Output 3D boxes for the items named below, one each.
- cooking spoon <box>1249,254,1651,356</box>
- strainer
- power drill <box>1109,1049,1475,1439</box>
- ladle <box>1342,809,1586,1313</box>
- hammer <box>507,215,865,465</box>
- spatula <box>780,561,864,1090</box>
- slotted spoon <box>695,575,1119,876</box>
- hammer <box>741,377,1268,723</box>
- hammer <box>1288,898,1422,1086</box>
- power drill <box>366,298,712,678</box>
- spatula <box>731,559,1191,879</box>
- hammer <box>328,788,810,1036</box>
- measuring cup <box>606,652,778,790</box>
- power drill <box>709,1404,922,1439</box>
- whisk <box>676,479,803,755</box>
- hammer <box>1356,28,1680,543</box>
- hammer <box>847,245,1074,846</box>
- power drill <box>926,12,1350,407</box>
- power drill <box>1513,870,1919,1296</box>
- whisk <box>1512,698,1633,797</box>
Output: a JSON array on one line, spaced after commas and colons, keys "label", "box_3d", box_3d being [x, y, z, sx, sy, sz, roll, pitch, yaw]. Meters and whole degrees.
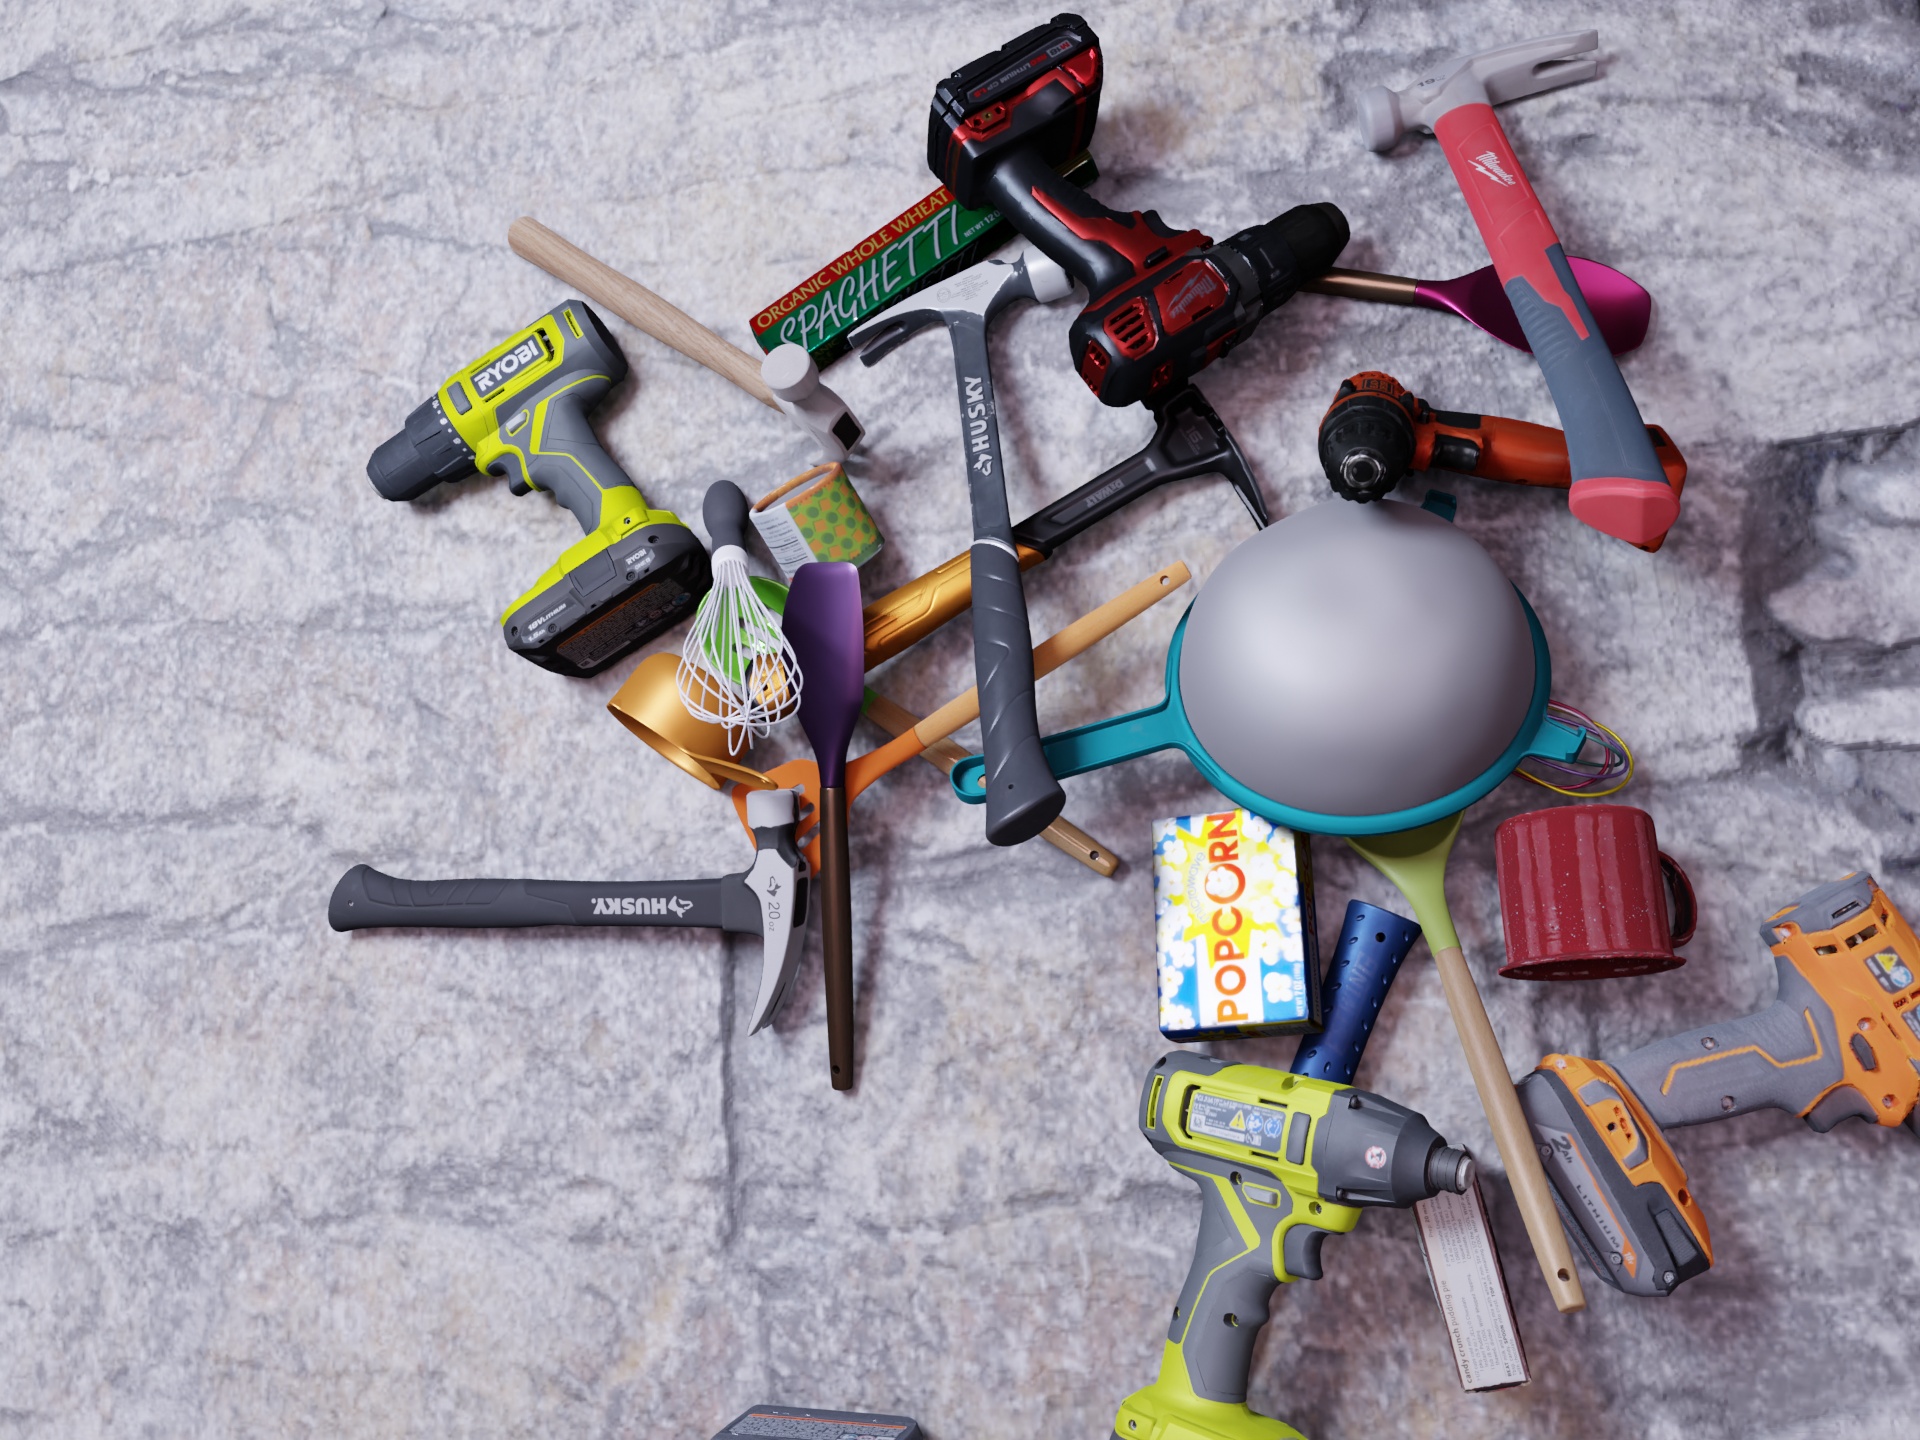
[{"label": "cooking spoon", "box_3d": [0.253, -0.266, 0.975, 0.319, 0.017, 0.069, 12, 77, 16]}, {"label": "strainer", "box_3d": [0.151, -0.031, 0.866, 0.340, 0.095, 0.211, -17, 55, 2]}, {"label": "power drill", "box_3d": [0.159, 0.290, 0.792, 0.171, 0.080, 0.223, 4, 79, 40]}, {"label": "ladle", "box_3d": [0.258, 0.137, 0.814, 0.078, 0.062, 0.321, -14, 51, 6]}, {"label": "hammer", "box_3d": [-0.187, -0.257, 1.045, 0.331, 0.130, 0.031, 35, 84, 29]}, {"label": "spatula", "box_3d": [-0.077, 0.064, 0.944, 0.060, 0.018, 0.316, 1, 96, 30]}, {"label": "slotted spoon", "box_3d": [-0.035, 0.006, 0.987, 0.314, 0.031, 0.070, 33, 89, 16]}, {"label": "hammer", "box_3d": [0.020, -0.087, 0.970, 0.337, 0.034, 0.127, -30, 71, 0]}, {"label": "hammer", "box_3d": [0.156, 0.292, 0.875, 0.144, 0.035, 0.405, 21, 84, 17]}, {"label": "power drill", "box_3d": [-0.282, -0.146, 1.054, 0.190, 0.080, 0.229, -32, 70, 5]}, {"label": "spatula", "box_3d": [-0.002, -0.003, 0.952, 0.322, 0.041, 0.081, -32, 81, 12]}, {"label": "hammer", "box_3d": [-0.253, 0.121, 1.004, 0.335, 0.035, 0.146, -2, 91, 17]}, {"label": "measuring cup", "box_3d": [-0.144, 0.004, 0.956, 0.174, 0.095, 0.052, 15, 66, 51]}, {"label": "power drill", "box_3d": [-0.104, 0.506, 0.876, 0.185, 0.084, 0.226, -2, 83, 15]}, {"label": "whisk", "box_3d": [-0.135, -0.077, 0.942, 0.070, 0.070, 0.285, -27, 35, 8]}, {"label": "hammer", "box_3d": [0.326, -0.248, 0.862, 0.143, 0.038, 0.387, -13, 51, 11]}, {"label": "hammer", "box_3d": [0.013, -0.114, 0.935, 0.149, 0.036, 0.409, -14, 58, 15]}, {"label": "power drill", "box_3d": [0.106, -0.314, 0.960, 0.188, 0.080, 0.227, -33, 76, -13]}, {"label": "power drill", "box_3d": [0.410, 0.200, 0.808, 0.226, 0.084, 0.164, -31, 74, 2]}, {"label": "whisk", "box_3d": [0.260, -0.013, 0.909, 0.245, 0.051, 0.047, 22, 90, 20]}]
